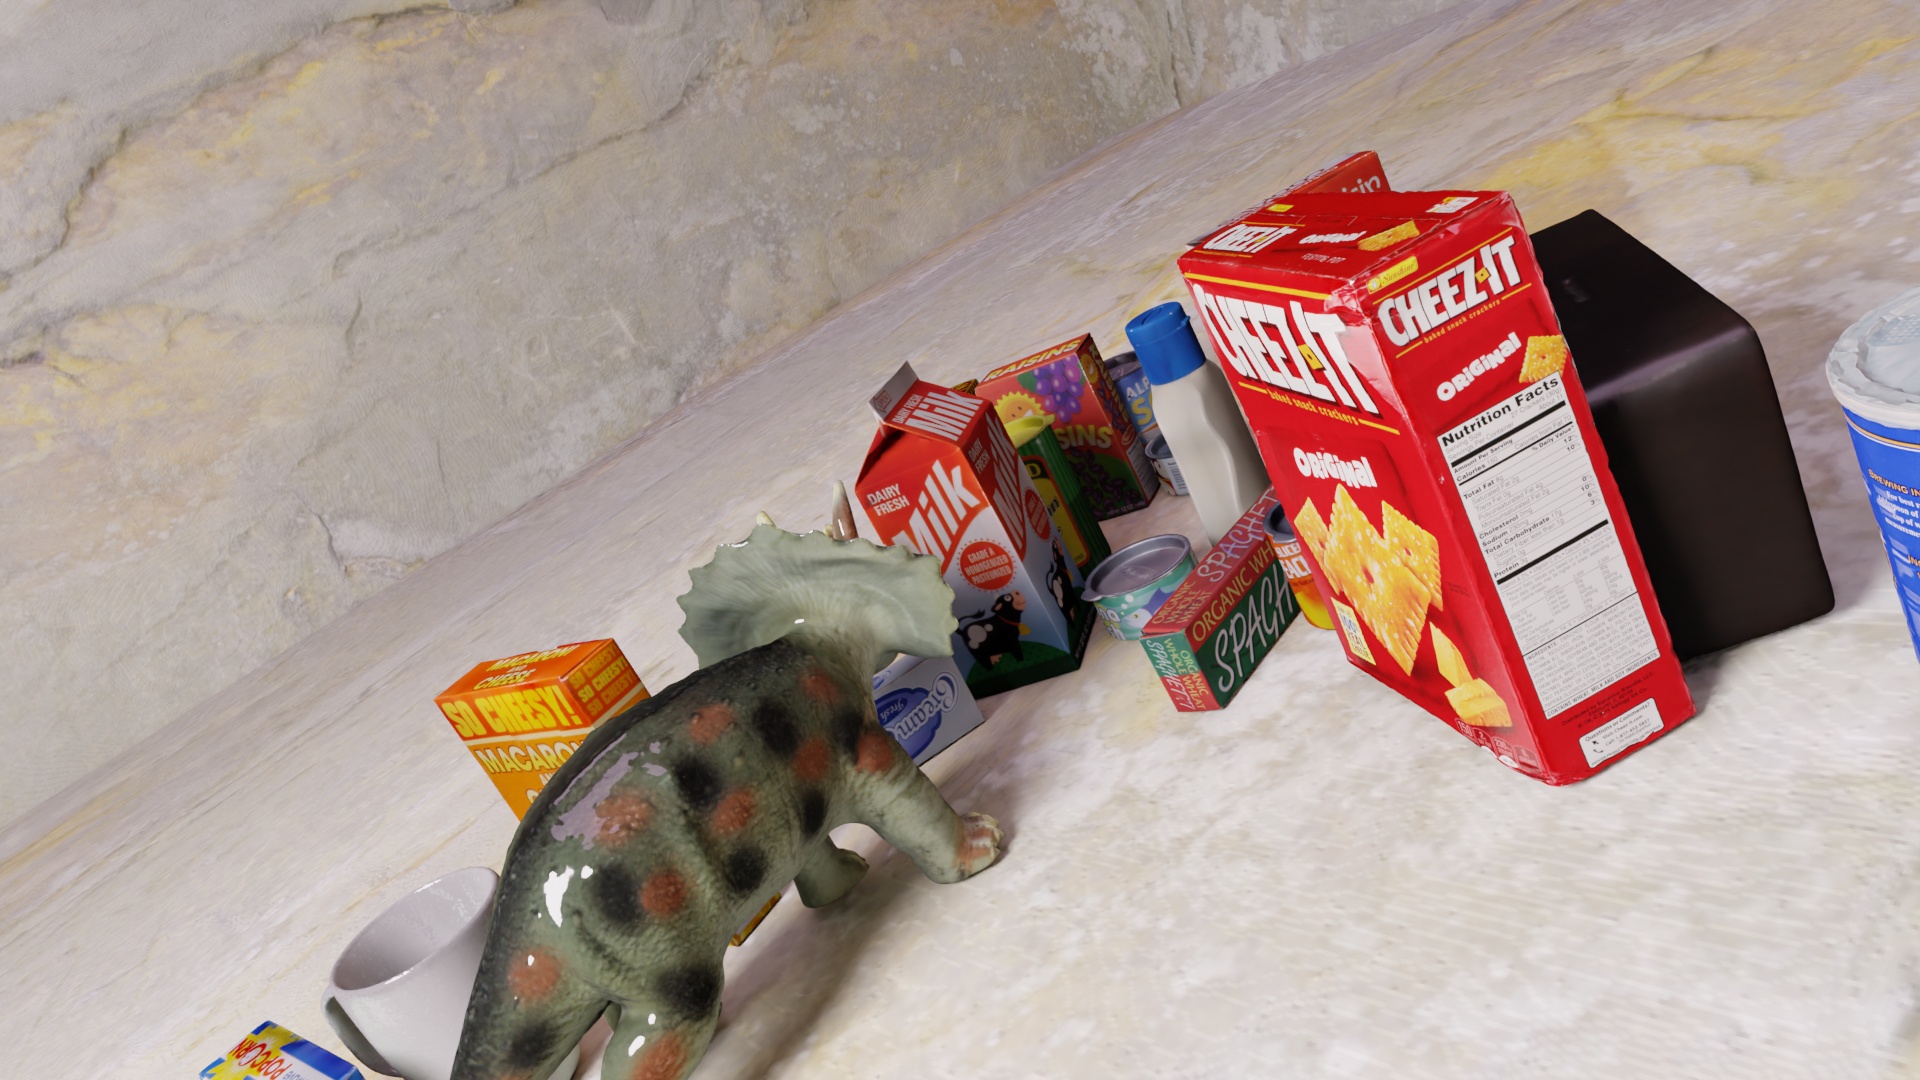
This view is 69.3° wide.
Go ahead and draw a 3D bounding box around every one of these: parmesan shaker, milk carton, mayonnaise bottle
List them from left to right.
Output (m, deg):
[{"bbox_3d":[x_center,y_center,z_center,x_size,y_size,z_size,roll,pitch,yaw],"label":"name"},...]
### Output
[{"bbox_3d":[0.003,-0.010,0.802,0.073,0.190,0.073,-20,19,24],"label":"milk carton"},{"bbox_3d":[0.052,-0.023,0.911,0.071,0.103,0.071,-25,18,9],"label":"parmesan shaker"},{"bbox_3d":[0.144,-0.069,0.829,0.041,0.147,0.065,-16,21,34],"label":"mayonnaise bottle"}]

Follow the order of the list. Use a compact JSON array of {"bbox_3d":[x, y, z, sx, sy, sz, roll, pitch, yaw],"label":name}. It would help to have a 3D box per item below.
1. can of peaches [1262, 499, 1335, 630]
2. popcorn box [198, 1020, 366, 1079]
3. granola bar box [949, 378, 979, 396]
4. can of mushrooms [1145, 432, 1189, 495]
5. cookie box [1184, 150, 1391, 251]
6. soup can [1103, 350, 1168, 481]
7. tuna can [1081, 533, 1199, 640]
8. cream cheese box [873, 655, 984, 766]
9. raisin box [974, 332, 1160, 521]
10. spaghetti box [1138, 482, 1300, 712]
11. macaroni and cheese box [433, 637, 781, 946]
[{"bbox_3d":[0.192,0.006,0.698,0.071,0.058,0.071,-25,18,9],"label":"can of peaches"},{"bbox_3d":[-0.284,0.268,0.622,0.126,0.085,0.038,-8,26,47],"label":"popcorn box"},{"bbox_3d":[0.003,-0.024,0.949,0.039,0.124,0.166,-20,19,23],"label":"granola bar box"},{"bbox_3d":[0.165,-0.062,0.965,0.071,0.033,0.071,-25,18,9],"label":"can of mushrooms"},{"bbox_3d":[0.230,-0.139,0.865,0.123,0.167,0.040,-30,17,-6],"label":"cookie box"},{"bbox_3d":[0.127,-0.089,1.015,0.071,0.083,0.071,-25,18,9],"label":"soup can"},{"bbox_3d":[0.106,0.028,0.803,0.071,0.032,0.071,-25,18,9],"label":"tuna can"},{"bbox_3d":[-0.042,0.105,0.774,0.104,0.053,0.024,-33,18,-16],"label":"cream cheese box"},{"bbox_3d":[0.077,-0.074,0.981,0.086,0.123,0.040,-17,20,31],"label":"raisin box"},{"bbox_3d":[0.178,-0.001,0.750,0.028,0.050,0.251,-9,26,47],"label":"spaghetti box"},{"bbox_3d":[-0.183,0.132,0.718,0.123,0.166,0.040,-12,23,41],"label":"macaroni and cheese box"}]
